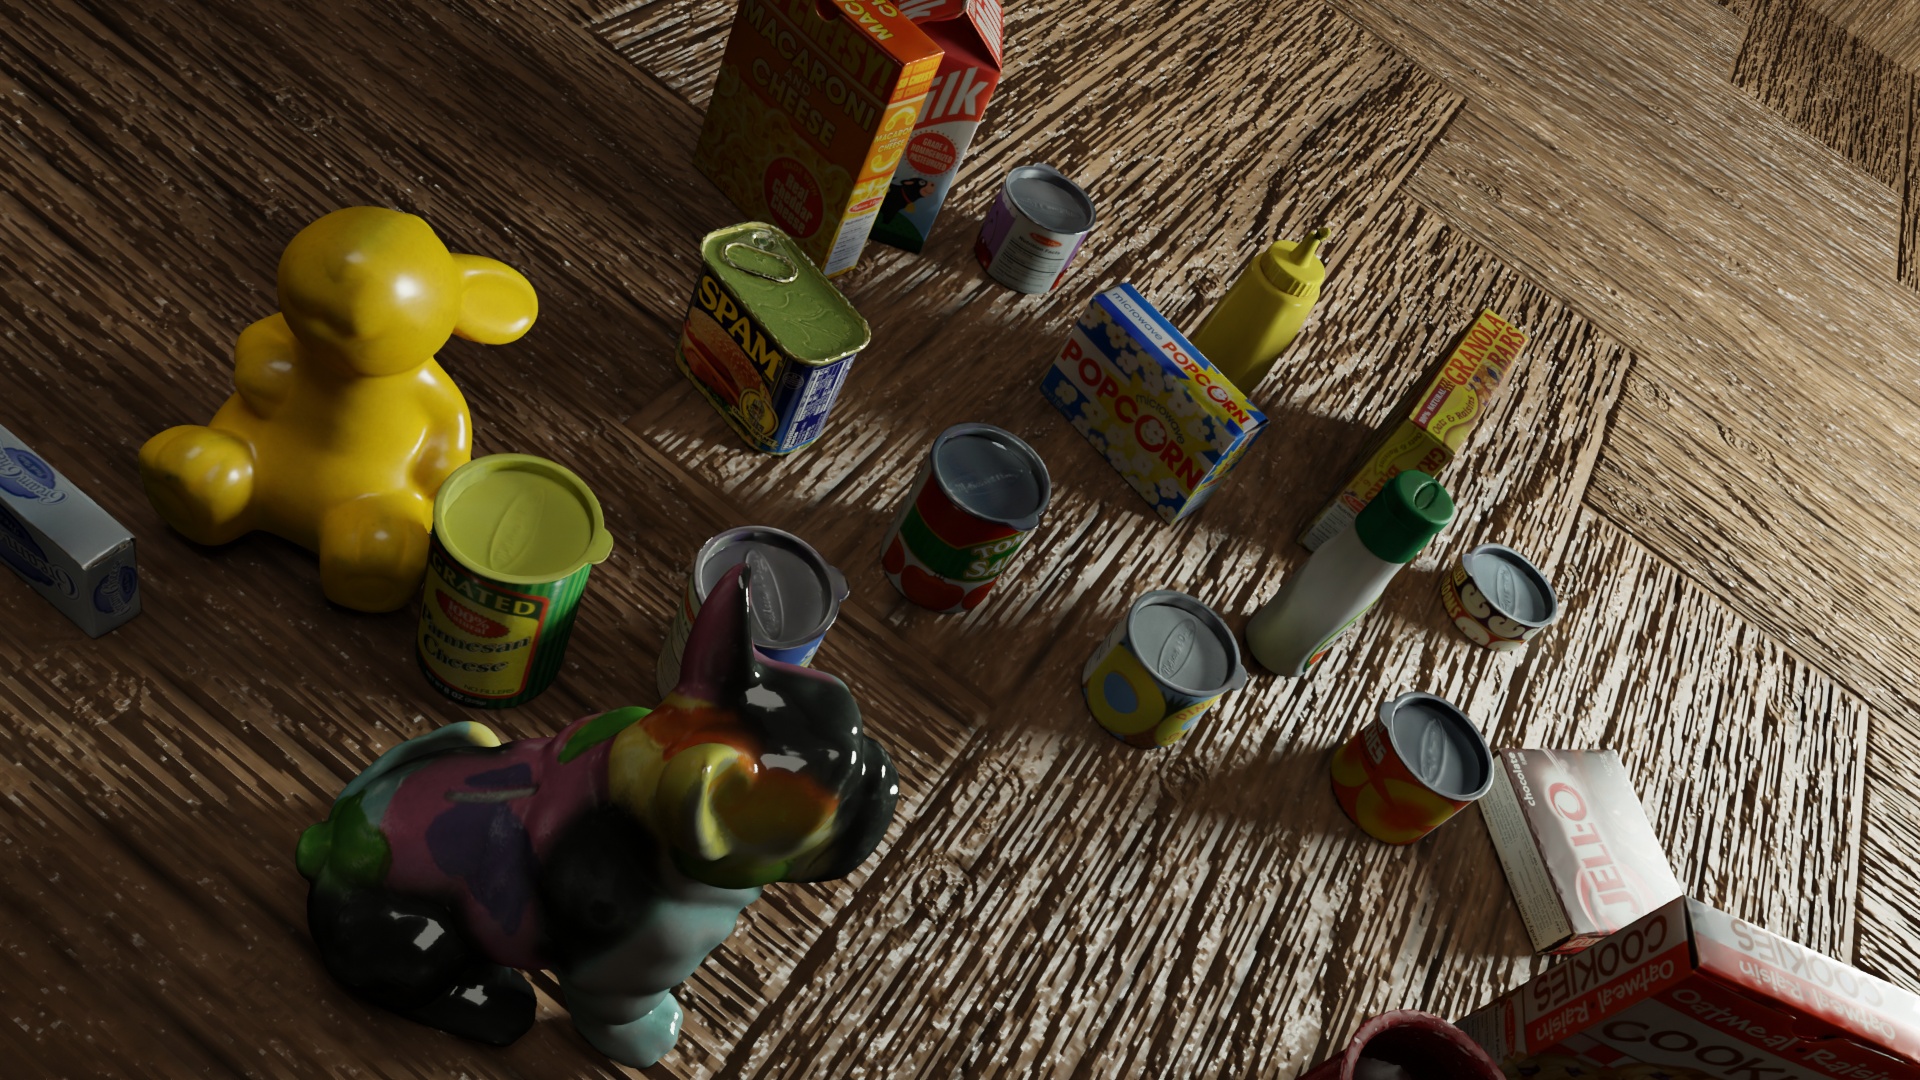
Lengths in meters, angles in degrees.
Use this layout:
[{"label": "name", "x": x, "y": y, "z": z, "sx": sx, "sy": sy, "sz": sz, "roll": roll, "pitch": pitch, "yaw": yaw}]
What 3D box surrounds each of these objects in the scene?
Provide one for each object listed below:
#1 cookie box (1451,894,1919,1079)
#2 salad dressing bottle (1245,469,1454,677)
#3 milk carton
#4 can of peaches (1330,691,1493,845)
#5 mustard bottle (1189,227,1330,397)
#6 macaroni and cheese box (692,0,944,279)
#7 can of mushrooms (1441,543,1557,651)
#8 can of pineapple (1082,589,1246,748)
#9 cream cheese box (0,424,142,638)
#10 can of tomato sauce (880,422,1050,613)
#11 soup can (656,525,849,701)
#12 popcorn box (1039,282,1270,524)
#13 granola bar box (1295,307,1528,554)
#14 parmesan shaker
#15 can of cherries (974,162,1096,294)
[{"label": "cookie box", "x": 0.325, "y": 0.233, "z": 0.636, "sx": 0.123, "sy": 0.166, "sz": 0.040, "roll": 23, "pitch": 47, "yaw": -8}, {"label": "salad dressing bottle", "x": 0.214, "y": 0.020, "z": 0.771, "sx": 0.044, "sy": 0.146, "sz": 0.064, "roll": 42, "pitch": 47, "yaw": 10}, {"label": "milk carton", "x": -0.026, "y": -0.280, "z": 0.870, "sx": 0.073, "sy": 0.189, "sz": 0.073, "roll": 15, "pitch": 48, "yaw": -15}, {"label": "can of peaches", "x": 0.244, "y": 0.124, "z": 0.761, "sx": 0.071, "sy": 0.057, "sz": 0.071, "roll": 14, "pitch": 49, "yaw": -16}, {"label": "mustard bottle", "x": 0.189, "y": -0.143, "z": 0.884, "sx": 0.049, "sy": 0.159, "sz": 0.065, "roll": 47, "pitch": 48, "yaw": 15}, {"label": "macaroni and cheese box", "x": -0.091, "y": -0.258, "z": 0.836, "sx": 0.124, "sy": 0.165, "sz": 0.040, "roll": 45, "pitch": 48, "yaw": 13}, {"label": "can of mushrooms", "x": 0.347, "y": 0.036, "z": 0.902, "sx": 0.071, "sy": 0.033, "sz": 0.071, "roll": 14, "pitch": 49, "yaw": -16}, {"label": "can of pineapple", "x": 0.107, "y": 0.070, "z": 0.738, "sx": 0.071, "sy": 0.057, "sz": 0.071, "roll": 14, "pitch": 49, "yaw": -16}, {"label": "cream cheese box", "x": -0.381, "y": -0.010, "z": 0.566, "sx": 0.104, "sy": 0.053, "sz": 0.024, "roll": 37, "pitch": 46, "yaw": 6}, {"label": "can of tomato sauce", "x": 0.003, "y": -0.009, "z": 0.734, "sx": 0.071, "sy": 0.082, "sz": 0.071, "roll": 14, "pitch": 49, "yaw": -16}, {"label": "soup can", "x": -0.097, "y": 0.044, "z": 0.641, "sx": 0.071, "sy": 0.083, "sz": 0.072, "roll": 14, "pitch": 49, "yaw": -16}, {"label": "popcorn box", "x": 0.115, "y": -0.084, "z": 0.851, "sx": 0.038, "sy": 0.084, "sz": 0.127, "roll": -29, "pitch": 70, "yaw": -40}, {"label": "granola bar box", "x": 0.292, "y": -0.066, "z": 0.896, "sx": 0.039, "sy": 0.123, "sz": 0.166, "roll": 39, "pitch": 47, "yaw": 8}, {"label": "parmesan shaker", "x": -0.194, "y": 0.021, "z": 0.598, "sx": 0.071, "sy": 0.102, "sz": 0.072, "roll": 14, "pitch": 49, "yaw": -16}, {"label": "can of cherries", "x": 0.050, "y": -0.212, "z": 0.942, "sx": 0.071, "sy": 0.058, "sz": 0.072, "roll": 14, "pitch": 49, "yaw": -16}]
